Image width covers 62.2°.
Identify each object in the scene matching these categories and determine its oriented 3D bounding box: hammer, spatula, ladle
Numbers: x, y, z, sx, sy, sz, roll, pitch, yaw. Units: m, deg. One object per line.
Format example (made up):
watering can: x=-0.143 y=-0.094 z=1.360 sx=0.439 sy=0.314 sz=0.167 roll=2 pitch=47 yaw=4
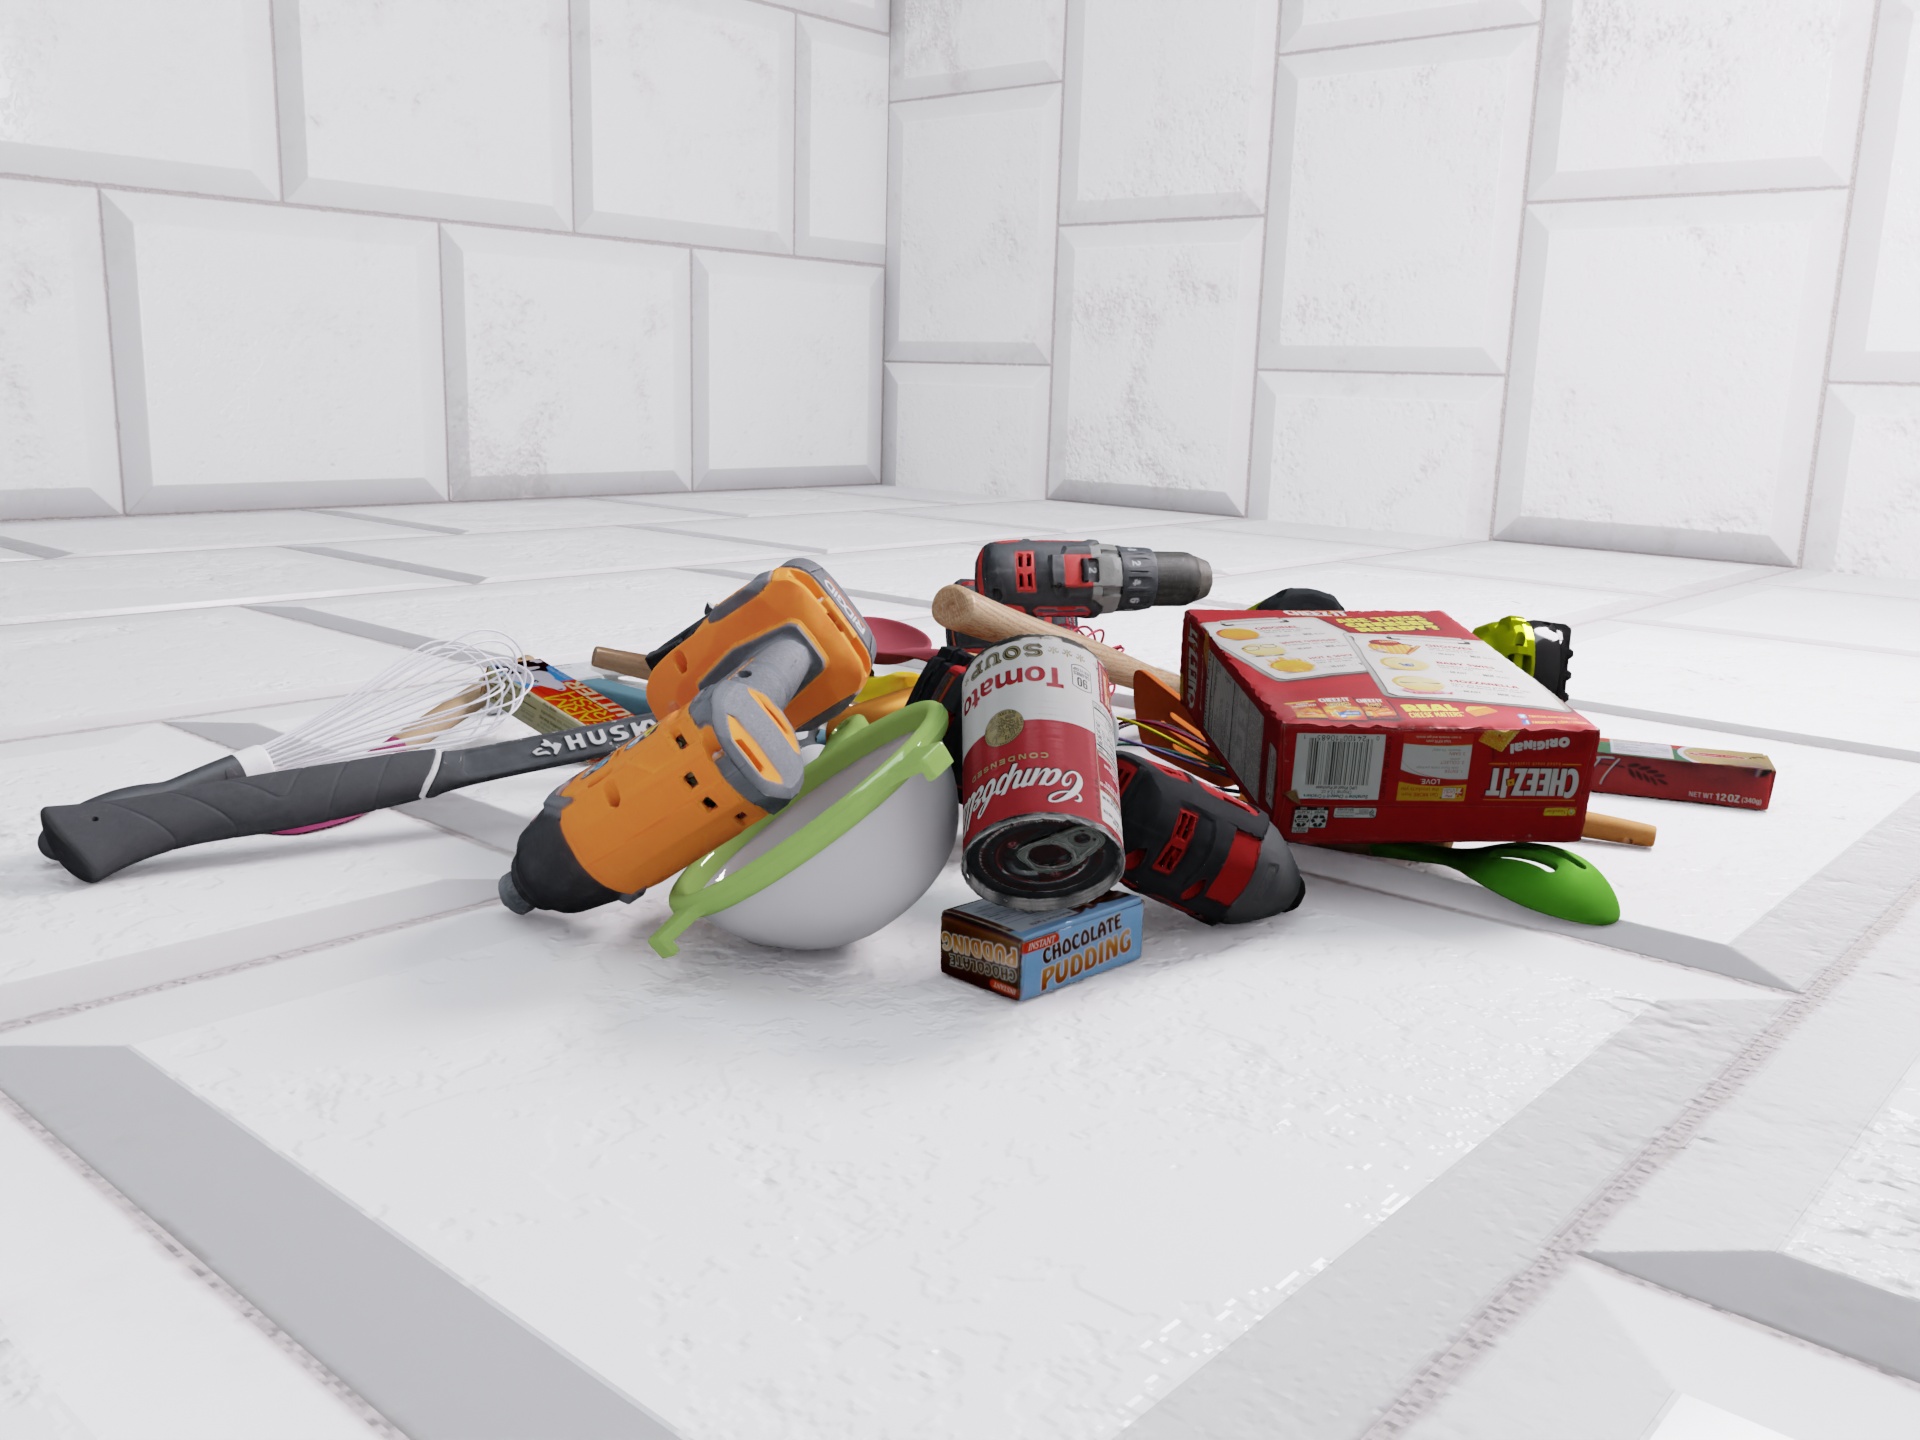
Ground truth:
hammer: x=-0.273 y=0.021 z=0.876 sx=0.409 sy=0.036 sz=0.149 roll=-12 pitch=55 yaw=-30
spatula: x=-0.085 y=-0.009 z=1.042 sx=0.315 sy=0.018 sz=0.060 roll=12 pitch=7 yaw=-24
hammer: x=-0.196 y=-0.004 z=1.119 sx=0.331 sy=0.033 sz=0.128 roll=13 pitch=17 yaw=40
ladle: x=0.004 y=-0.039 z=1.071 sx=0.069 sy=0.031 sz=0.316 roll=-9 pitch=13 yaw=-30
spatula: x=0.255 y=0.033 z=0.979 sx=0.323 sy=0.080 sz=0.041 roll=11 pitch=51 yaw=21
hammer: x=0.101 y=-0.038 z=1.088 sx=0.130 sy=0.031 sz=0.331 roll=20 pitch=2 yaw=42

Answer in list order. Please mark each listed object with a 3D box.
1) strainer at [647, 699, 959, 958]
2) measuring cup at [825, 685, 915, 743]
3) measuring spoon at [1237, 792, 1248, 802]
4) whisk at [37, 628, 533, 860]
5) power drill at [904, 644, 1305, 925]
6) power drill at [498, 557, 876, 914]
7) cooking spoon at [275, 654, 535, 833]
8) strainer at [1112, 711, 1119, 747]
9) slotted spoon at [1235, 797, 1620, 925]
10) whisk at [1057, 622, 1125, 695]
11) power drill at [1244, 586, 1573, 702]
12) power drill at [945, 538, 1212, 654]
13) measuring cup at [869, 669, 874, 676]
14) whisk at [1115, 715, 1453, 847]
strainer: x=-0.051 y=0.050 z=0.768 sx=0.151 sy=0.069 sz=0.256 roll=-34 pitch=8 yaw=8
measuring cup: x=-0.002 y=-0.003 z=0.957 sx=0.173 sy=0.052 sz=0.095 roll=-18 pitch=3 yaw=21
measuring spoon: x=0.171 y=0.034 z=0.898 sx=0.021 sy=0.011 sz=0.117 roll=10 pitch=21 yaw=15
whisk: x=-0.364 y=0.014 z=0.888 sx=0.070 sy=0.070 sz=0.284 roll=13 pitch=29 yaw=42
power drill: x=0.070 y=0.039 z=0.809 sx=0.143 sy=0.078 sz=0.220 roll=25 pitch=1 yaw=-37
power drill: x=-0.135 y=0.012 z=0.796 sx=0.164 sy=0.084 sz=0.227 roll=-31 pitch=15 yaw=21
cooking spoon: x=-0.346 y=0.009 z=1.013 sx=0.069 sy=0.017 sz=0.319 roll=4 pitch=19 yaw=11
strainer: x=0.096 y=0.043 z=0.925 sx=0.087 sy=0.050 sz=0.259 roll=-45 pitch=36 yaw=-12
slotted spoon: x=0.206 y=0.063 z=0.883 sx=0.314 sy=0.031 sz=0.070 roll=10 pitch=15 yaw=40
whisk: x=0.052 y=-0.024 z=1.151 sx=0.073 sy=0.073 sz=0.296 roll=7 pitch=13 yaw=24
power drill: x=0.302 y=-0.041 z=1.157 sx=0.228 sy=0.080 sz=0.190 roll=8 pitch=-5 yaw=-4
power drill: x=0.088 y=-0.099 z=1.317 sx=0.188 sy=0.080 sz=0.226 roll=-1 pitch=-8 yaw=-13
measuring cup: x=-0.058 y=-0.012 z=1.220 sx=0.157 sy=0.029 sz=0.062 roll=23 pitch=21 yaw=30
whisk: x=0.176 y=0.039 z=0.953 sx=0.245 sy=0.047 sz=0.051 roll=15 pitch=17 yaw=37
